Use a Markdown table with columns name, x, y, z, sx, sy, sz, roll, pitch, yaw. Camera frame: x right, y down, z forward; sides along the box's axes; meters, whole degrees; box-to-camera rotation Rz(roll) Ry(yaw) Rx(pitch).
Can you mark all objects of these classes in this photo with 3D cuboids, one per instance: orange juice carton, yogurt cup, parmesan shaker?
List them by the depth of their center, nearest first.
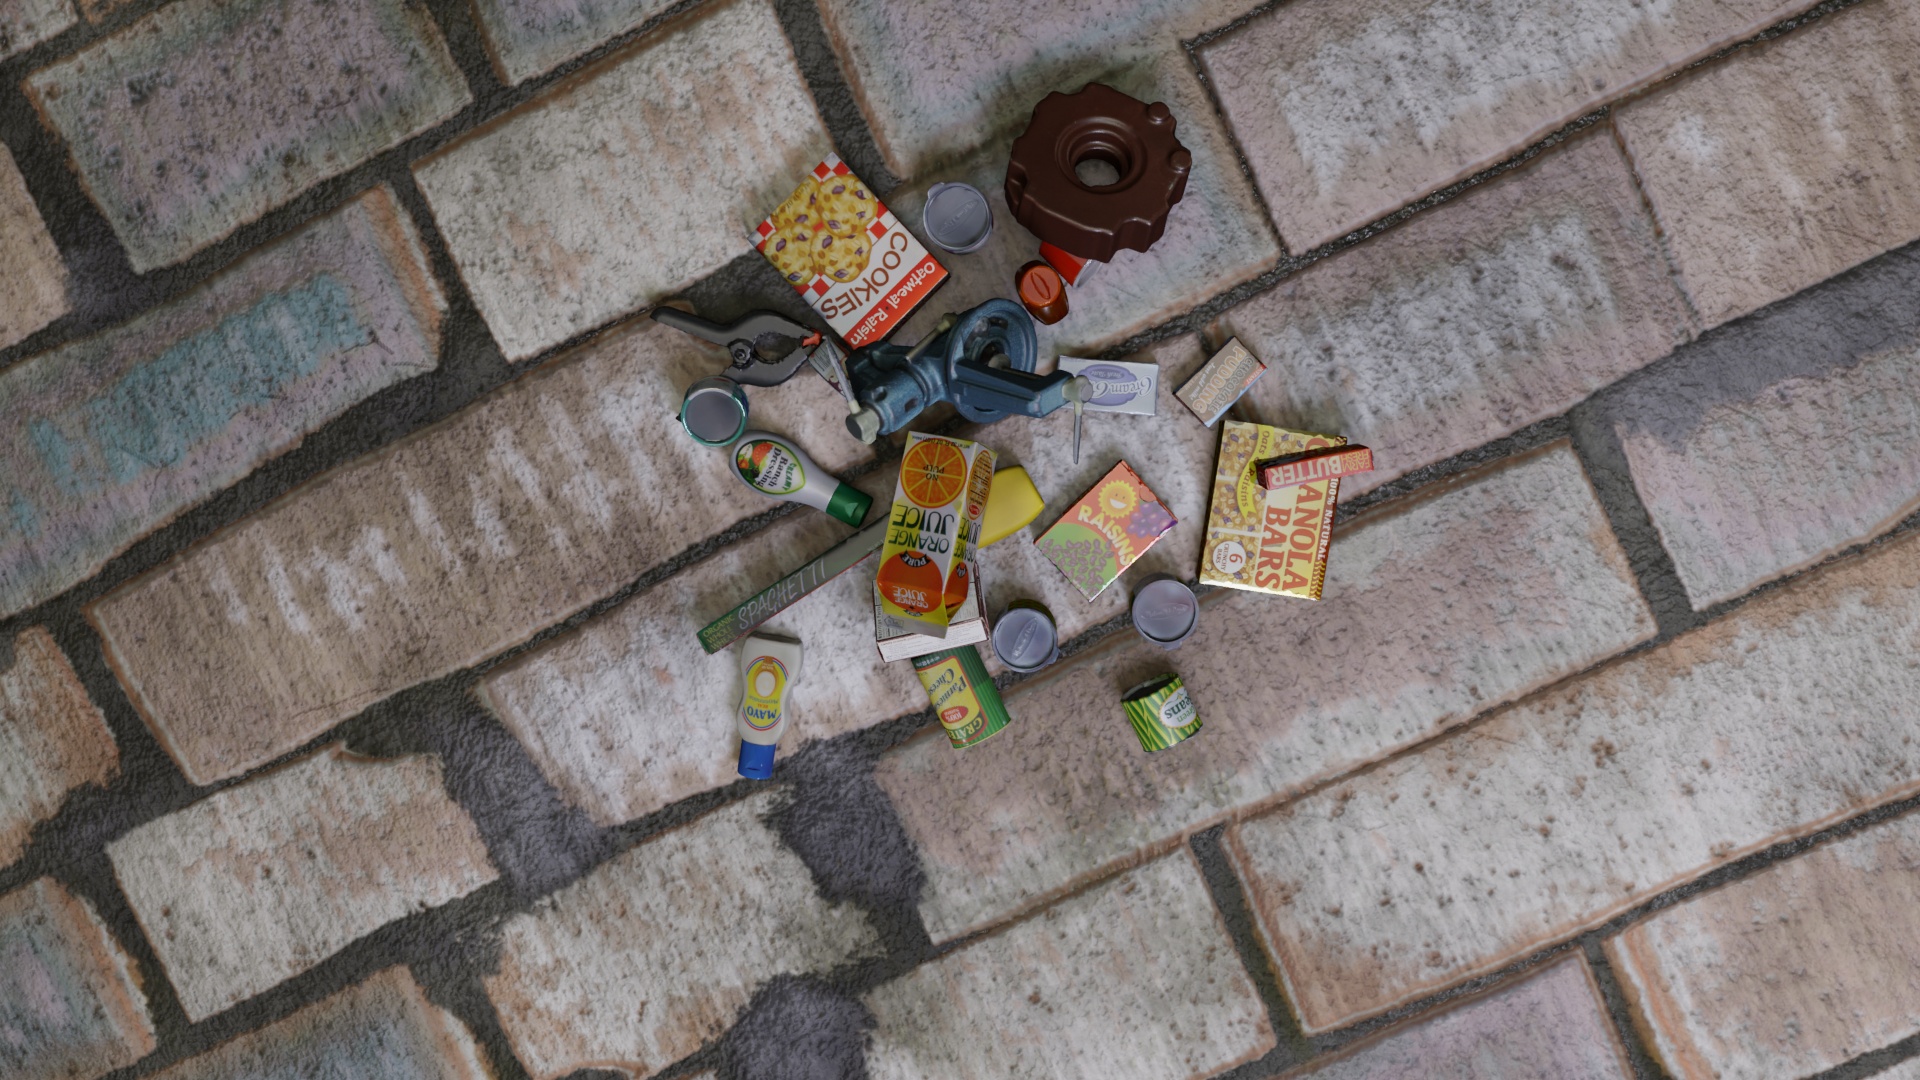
| name | x | y | z | sx | sy | sz | roll | pitch | yaw |
| --- | --- | --- | --- | --- | --- | --- | --- | --- | --- |
| orange juice carton | -0.026 | -0.004 | 1.347 | 0.072 | 0.073 | 0.192 | 11 | 86 | 20 |
| yogurt cup | 0.114 | -0.288 | 1.364 | 0.054 | 0.072 | 0.072 | 39 | 98 | 7 |
| parmesan shaker | -0.002 | 0.153 | 1.419 | 0.071 | 0.071 | 0.103 | -26 | 94 | 6 |

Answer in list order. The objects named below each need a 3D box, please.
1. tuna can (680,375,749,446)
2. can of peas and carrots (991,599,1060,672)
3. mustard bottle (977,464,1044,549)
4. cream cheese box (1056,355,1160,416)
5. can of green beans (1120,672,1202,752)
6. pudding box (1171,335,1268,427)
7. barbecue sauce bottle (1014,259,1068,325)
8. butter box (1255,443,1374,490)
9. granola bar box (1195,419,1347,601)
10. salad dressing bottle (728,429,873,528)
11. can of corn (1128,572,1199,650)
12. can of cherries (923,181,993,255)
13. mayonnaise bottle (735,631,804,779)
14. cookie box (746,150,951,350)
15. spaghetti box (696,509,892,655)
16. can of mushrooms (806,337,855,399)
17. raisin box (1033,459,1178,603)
| name | x | y | z | sx | sy | sz | roll | pitch | yaw |
| --- | --- | --- | --- | --- | --- | --- | --- | --- | --- |
| tuna can | -0.246 | -0.127 | 1.395 | 0.071 | 0.033 | 0.070 | -2 | 117 | -3 |
| can of peas and carrots | 0.068 | 0.097 | 1.411 | 0.071 | 0.059 | 0.071 | 0 | 97 | 3 |
| mustard bottle | 0.005 | -0.018 | 1.407 | 0.160 | 0.049 | 0.065 | -29 | 89 | 8 |
| cream cheese box | 0.147 | -0.155 | 1.395 | 0.104 | 0.024 | 0.053 | 5 | 97 | 3 |
| can of green beans | 0.203 | 0.174 | 1.407 | 0.071 | 0.071 | 0.058 | -25 | 94 | 6 |
| pudding box | 0.258 | -0.158 | 1.385 | 0.083 | 0.030 | 0.049 | -44 | 93 | 7 |
| barbecue sauce bottle | 0.077 | -0.239 | 1.327 | 0.043 | 0.149 | 0.065 | -32 | 94 | 7 |
| butter box | 0.341 | -0.071 | 1.338 | 0.103 | 0.053 | 0.024 | -11 | 98 | 4 |
| granola bar box | 0.310 | -0.031 | 1.391 | 0.124 | 0.039 | 0.165 | 8 | 97 | 2 |
| salad dressing bottle | -0.162 | -0.061 | 1.415 | 0.148 | 0.044 | 0.064 | 27 | 97 | 0 |
| can of corn | 0.205 | 0.071 | 1.399 | 0.071 | 0.058 | 0.071 | 0 | 97 | 3 |
| can of cherries | -0.002 | -0.319 | 1.369 | 0.071 | 0.058 | 0.071 | 1 | 97 | 4 |
| mayonnaise bottle | -0.203 | 0.172 | 1.445 | 0.065 | 0.041 | 0.148 | 9 | 96 | 0 |
| cookie box | -0.110 | -0.283 | 1.390 | 0.123 | 0.040 | 0.167 | -44 | 91 | 7 |
| spaghetti box | -0.159 | 0.041 | 1.423 | 0.250 | 0.050 | 0.028 | -32 | 92 | 7 |
| can of mushrooms | -0.117 | -0.169 | 1.390 | 0.071 | 0.071 | 0.033 | 43 | 96 | -2 |
| raisin box | 0.146 | -0.010 | 1.404 | 0.123 | 0.040 | 0.086 | -43 | 91 | 6 |
